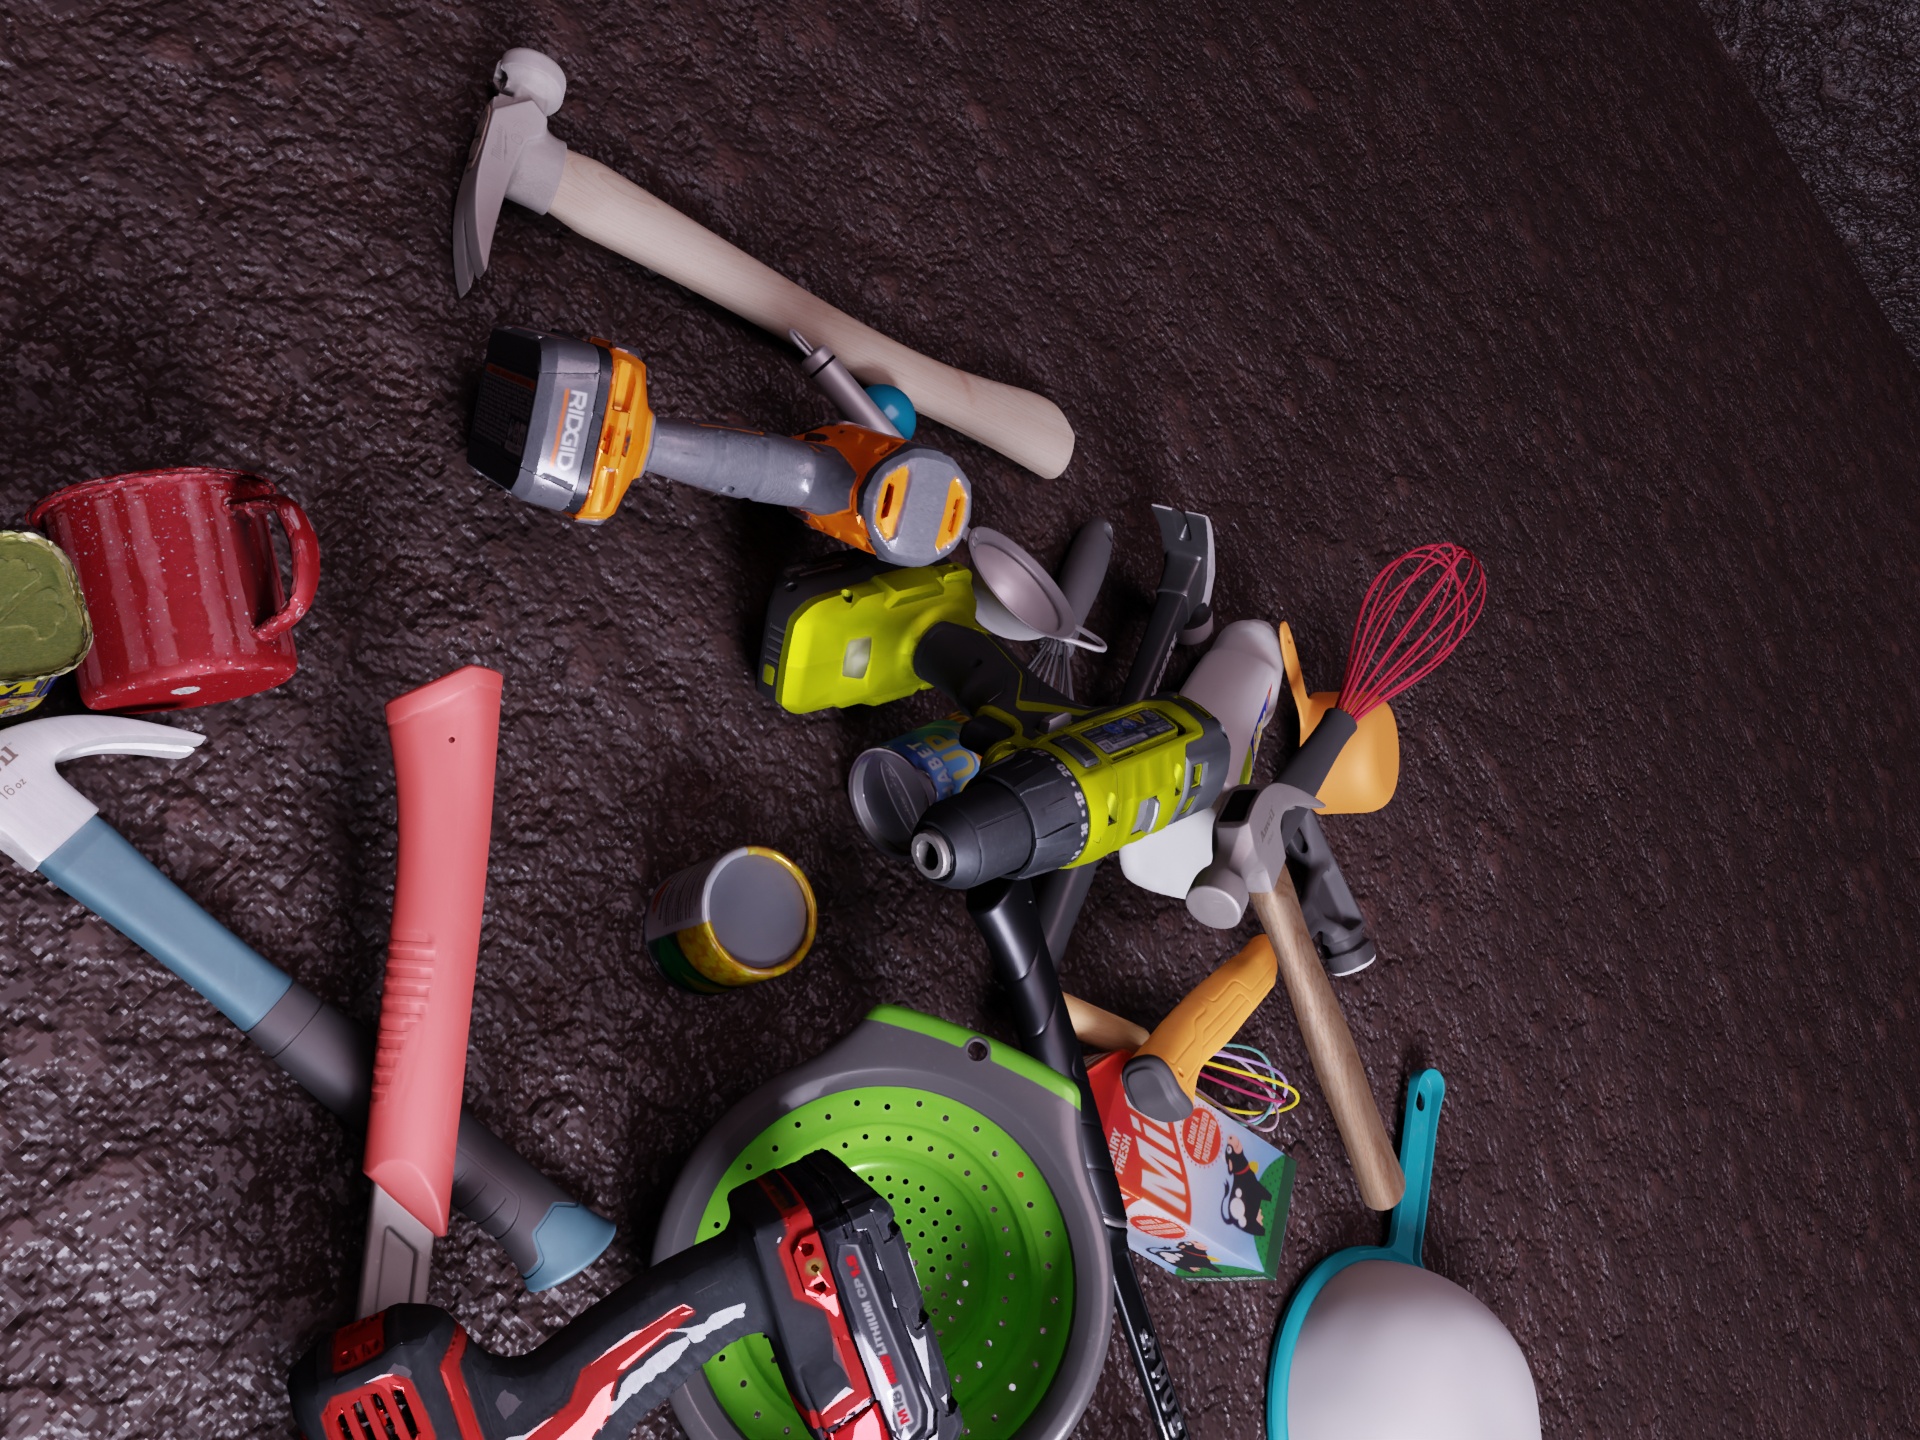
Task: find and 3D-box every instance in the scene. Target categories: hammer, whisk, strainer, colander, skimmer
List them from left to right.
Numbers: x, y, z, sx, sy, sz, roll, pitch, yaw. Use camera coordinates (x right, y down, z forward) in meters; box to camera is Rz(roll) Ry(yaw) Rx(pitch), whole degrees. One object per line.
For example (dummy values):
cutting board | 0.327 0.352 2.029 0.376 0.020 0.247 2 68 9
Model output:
hammer | -0.275 0.127 0.655 0.330 0.033 0.128 46 51 -17
hammer | -0.211 0.157 0.644 0.149 0.037 0.359 10 79 -32
hammer | -0.095 -0.229 0.939 0.410 0.038 0.146 22 62 -33
colander | -0.068 0.330 0.716 0.204 0.094 0.397 23 76 3
strainer | -0.014 -0.124 0.920 0.258 0.050 0.087 49 25 -13
skimmer | 0.003 0.339 0.810 0.127 0.090 0.363 -14 73 -37
whisk | 0.063 -0.045 0.995 0.055 0.055 0.239 40 48 -22
hammer | 0.093 0.019 0.966 0.146 0.035 0.335 76 33 -57
hammer | 0.081 0.265 0.791 0.149 0.036 0.409 -18 91 -60
whisk | 0.119 0.193 0.928 0.244 0.047 0.051 30 76 -37
hammer | 0.174 0.147 0.965 0.337 0.034 0.127 -25 91 -58
hammer | 0.213 0.173 0.943 0.130 0.031 0.331 -57 133 -41
whisk | 0.258 -0.014 1.034 0.073 0.073 0.296 46 66 -17
strainer | 0.307 0.378 1.003 0.210 0.095 0.341 33 56 -26

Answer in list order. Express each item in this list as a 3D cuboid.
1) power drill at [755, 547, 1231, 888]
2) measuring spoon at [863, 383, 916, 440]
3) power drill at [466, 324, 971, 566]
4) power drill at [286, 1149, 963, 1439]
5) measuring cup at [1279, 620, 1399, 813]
power drill | -0.001 -0.003 0.811 0.190 0.080 0.229 -18 43 -41
measuring spoon | -0.032 -0.137 0.945 0.042 0.021 0.128 -19 102 -36
power drill | -0.127 -0.137 0.815 0.226 0.164 0.084 8 102 -31
power drill | -0.118 0.285 0.607 0.226 0.080 0.188 -19 95 -19
measuring cup | 0.262 -0.006 1.095 0.173 0.052 0.095 62 38 -40
